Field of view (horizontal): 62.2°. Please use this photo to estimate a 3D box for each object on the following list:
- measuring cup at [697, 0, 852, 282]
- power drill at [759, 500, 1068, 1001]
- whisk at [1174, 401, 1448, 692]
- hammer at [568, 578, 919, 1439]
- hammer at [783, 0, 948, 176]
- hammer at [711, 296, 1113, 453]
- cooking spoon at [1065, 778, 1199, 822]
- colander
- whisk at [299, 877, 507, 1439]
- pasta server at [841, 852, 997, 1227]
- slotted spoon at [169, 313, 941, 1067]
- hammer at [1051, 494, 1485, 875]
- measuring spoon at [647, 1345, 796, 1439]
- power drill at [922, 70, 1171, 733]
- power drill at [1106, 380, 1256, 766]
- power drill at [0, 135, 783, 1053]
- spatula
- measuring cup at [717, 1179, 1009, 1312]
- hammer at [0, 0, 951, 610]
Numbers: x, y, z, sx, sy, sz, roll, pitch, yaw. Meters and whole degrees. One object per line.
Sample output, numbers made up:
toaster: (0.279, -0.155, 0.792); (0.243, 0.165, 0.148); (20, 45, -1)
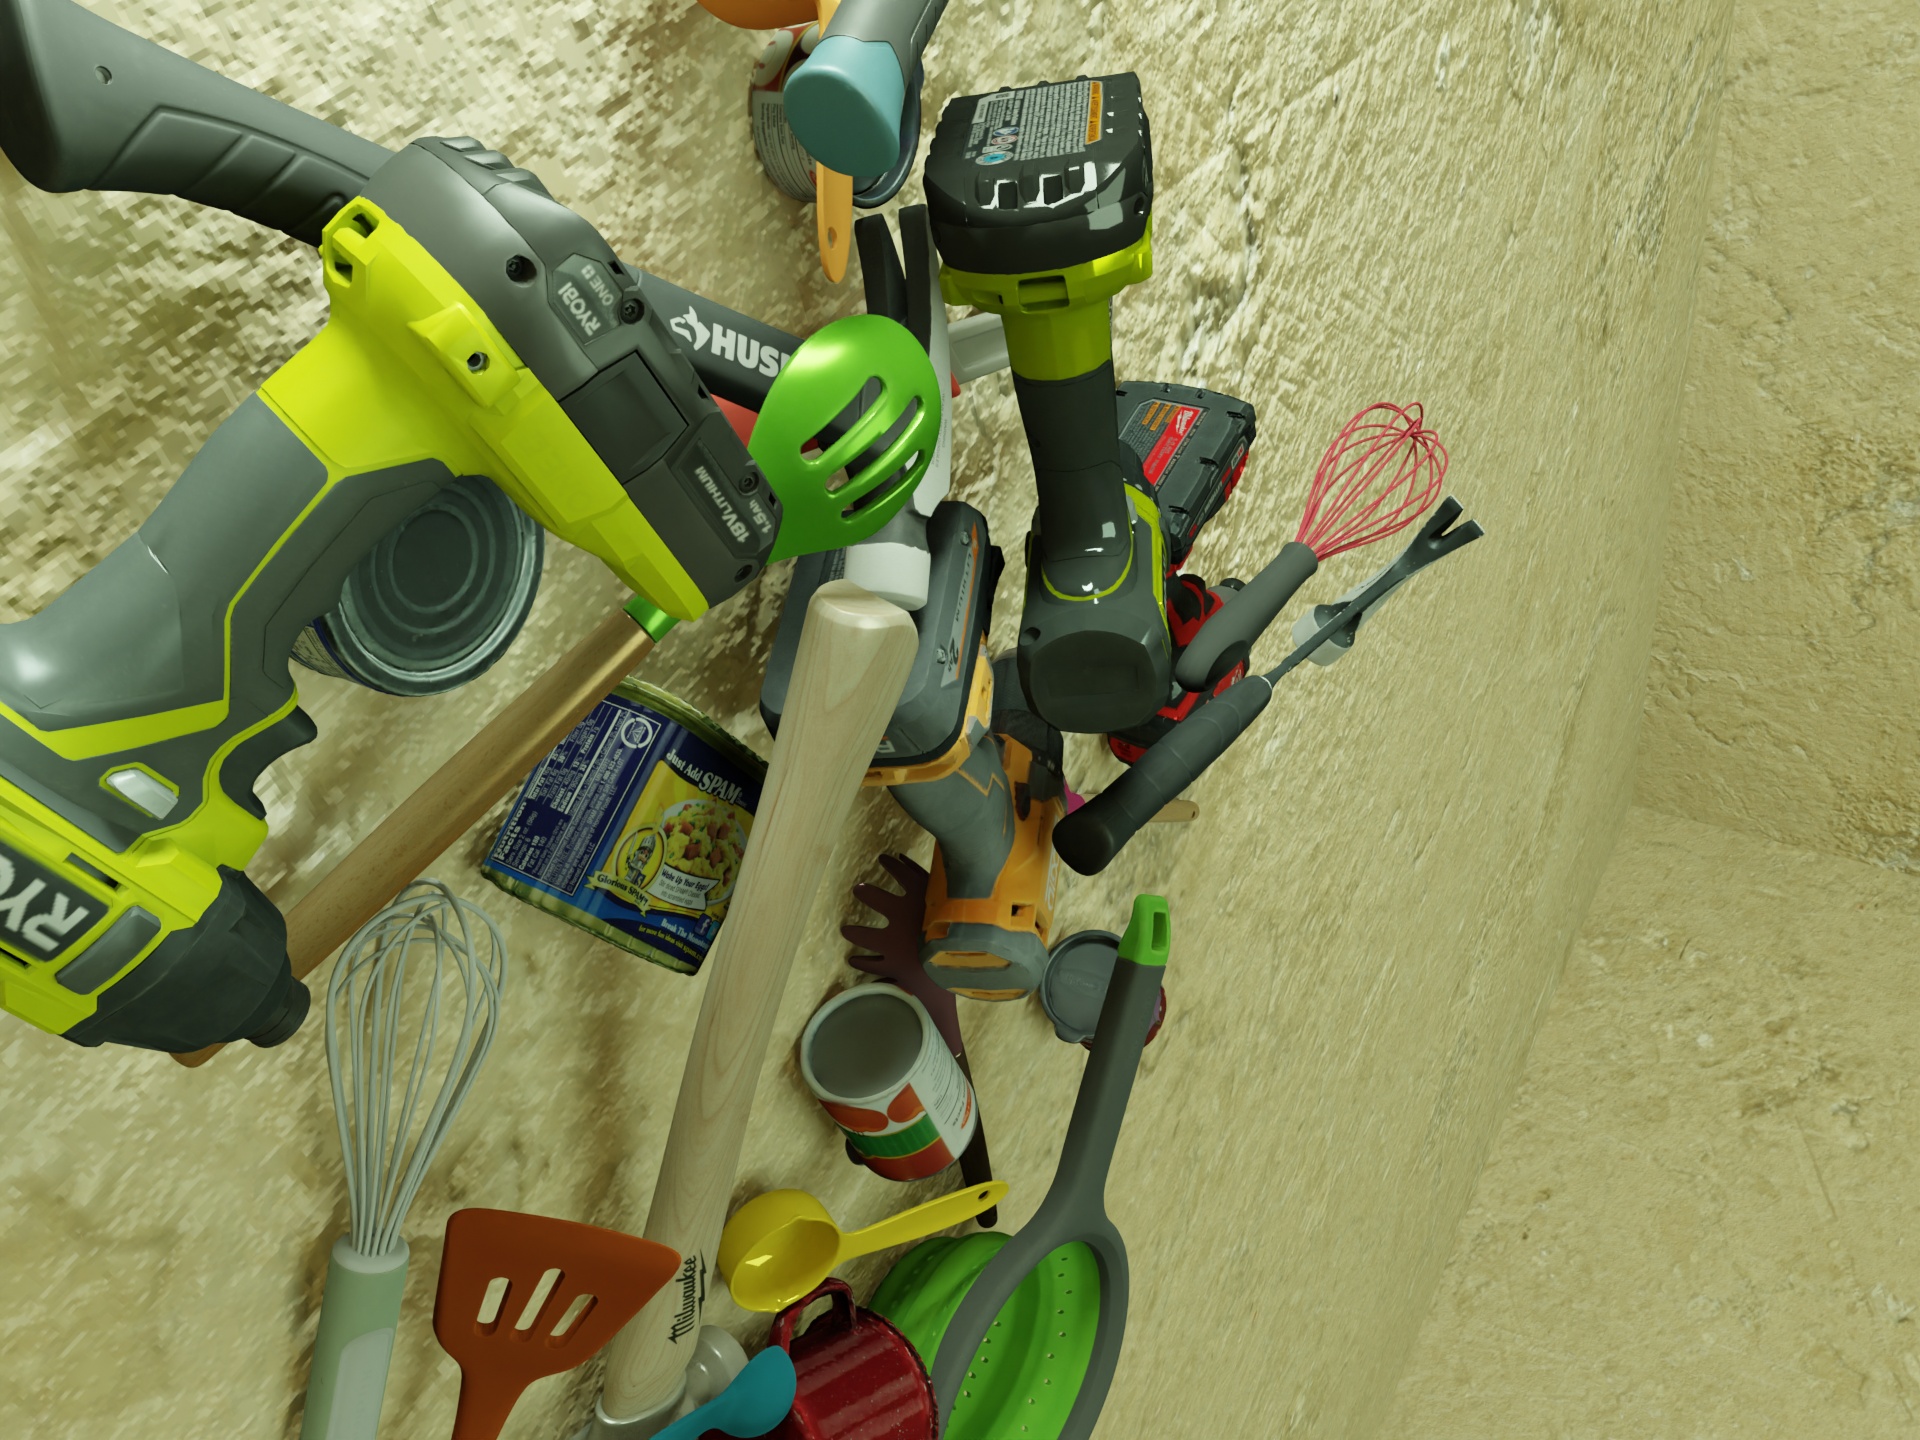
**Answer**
measuring cup: (-0.063, -0.228, 0.515); (0.095, 0.052, 0.173); (-11, 101, -67)
power drill: (-0.001, -0.002, 0.716); (0.226, 0.084, 0.185); (63, 31, -50)
whisk: (0.206, -0.103, 0.922); (0.296, 0.073, 0.073); (-44, 138, -35)
hammer: (-0.097, 0.142, 0.598); (0.146, 0.038, 0.410); (-19, 132, -55)
hammer: (0.001, -0.298, 0.558); (0.128, 0.033, 0.331); (64, 33, -46)
hammer: (-0.032, -0.133, 0.663); (0.359, 0.037, 0.149); (-34, 131, -50)
cooking spoon: (0.080, 0.053, 0.956); (0.318, 0.017, 0.069); (7, 98, -60)
colander: (0.026, 0.279, 0.889); (0.204, 0.094, 0.397); (15, 91, -56)
whisk: (-0.192, 0.168, 0.523); (0.057, 0.059, 0.246); (0, 108, -47)
pasta server: (-0.009, 0.190, 0.867); (0.060, 0.040, 0.315); (-51, 147, -35)
slotted spoon: (-0.116, -0.010, 0.488); (0.314, 0.031, 0.070); (-44, 133, -9)
hammer: (0.166, -0.020, 0.856); (0.409, 0.036, 0.149); (-34, 171, -49)
measuring spoon: (-0.109, 0.304, 0.667); (0.128, 0.021, 0.042); (-8, 122, -59)
power drill: (0.047, -0.134, 0.651); (0.191, 0.080, 0.228); (-82, 164, -53)
power drill: (0.125, -0.080, 0.916); (0.143, 0.079, 0.219); (-57, 149, -28)
power drill: (-0.162, -0.020, 0.399); (0.223, 0.080, 0.171); (-43, 139, -9)
spatula: (-0.192, 0.313, 0.565); (0.081, 0.041, 0.322); (20, 96, -20)
measuring cup: (-0.046, 0.239, 0.767); (0.156, 0.029, 0.062); (-7, 123, -35)
hammer: (-0.114, -0.134, 0.480); (0.334, 0.035, 0.146); (12, 81, -52)
